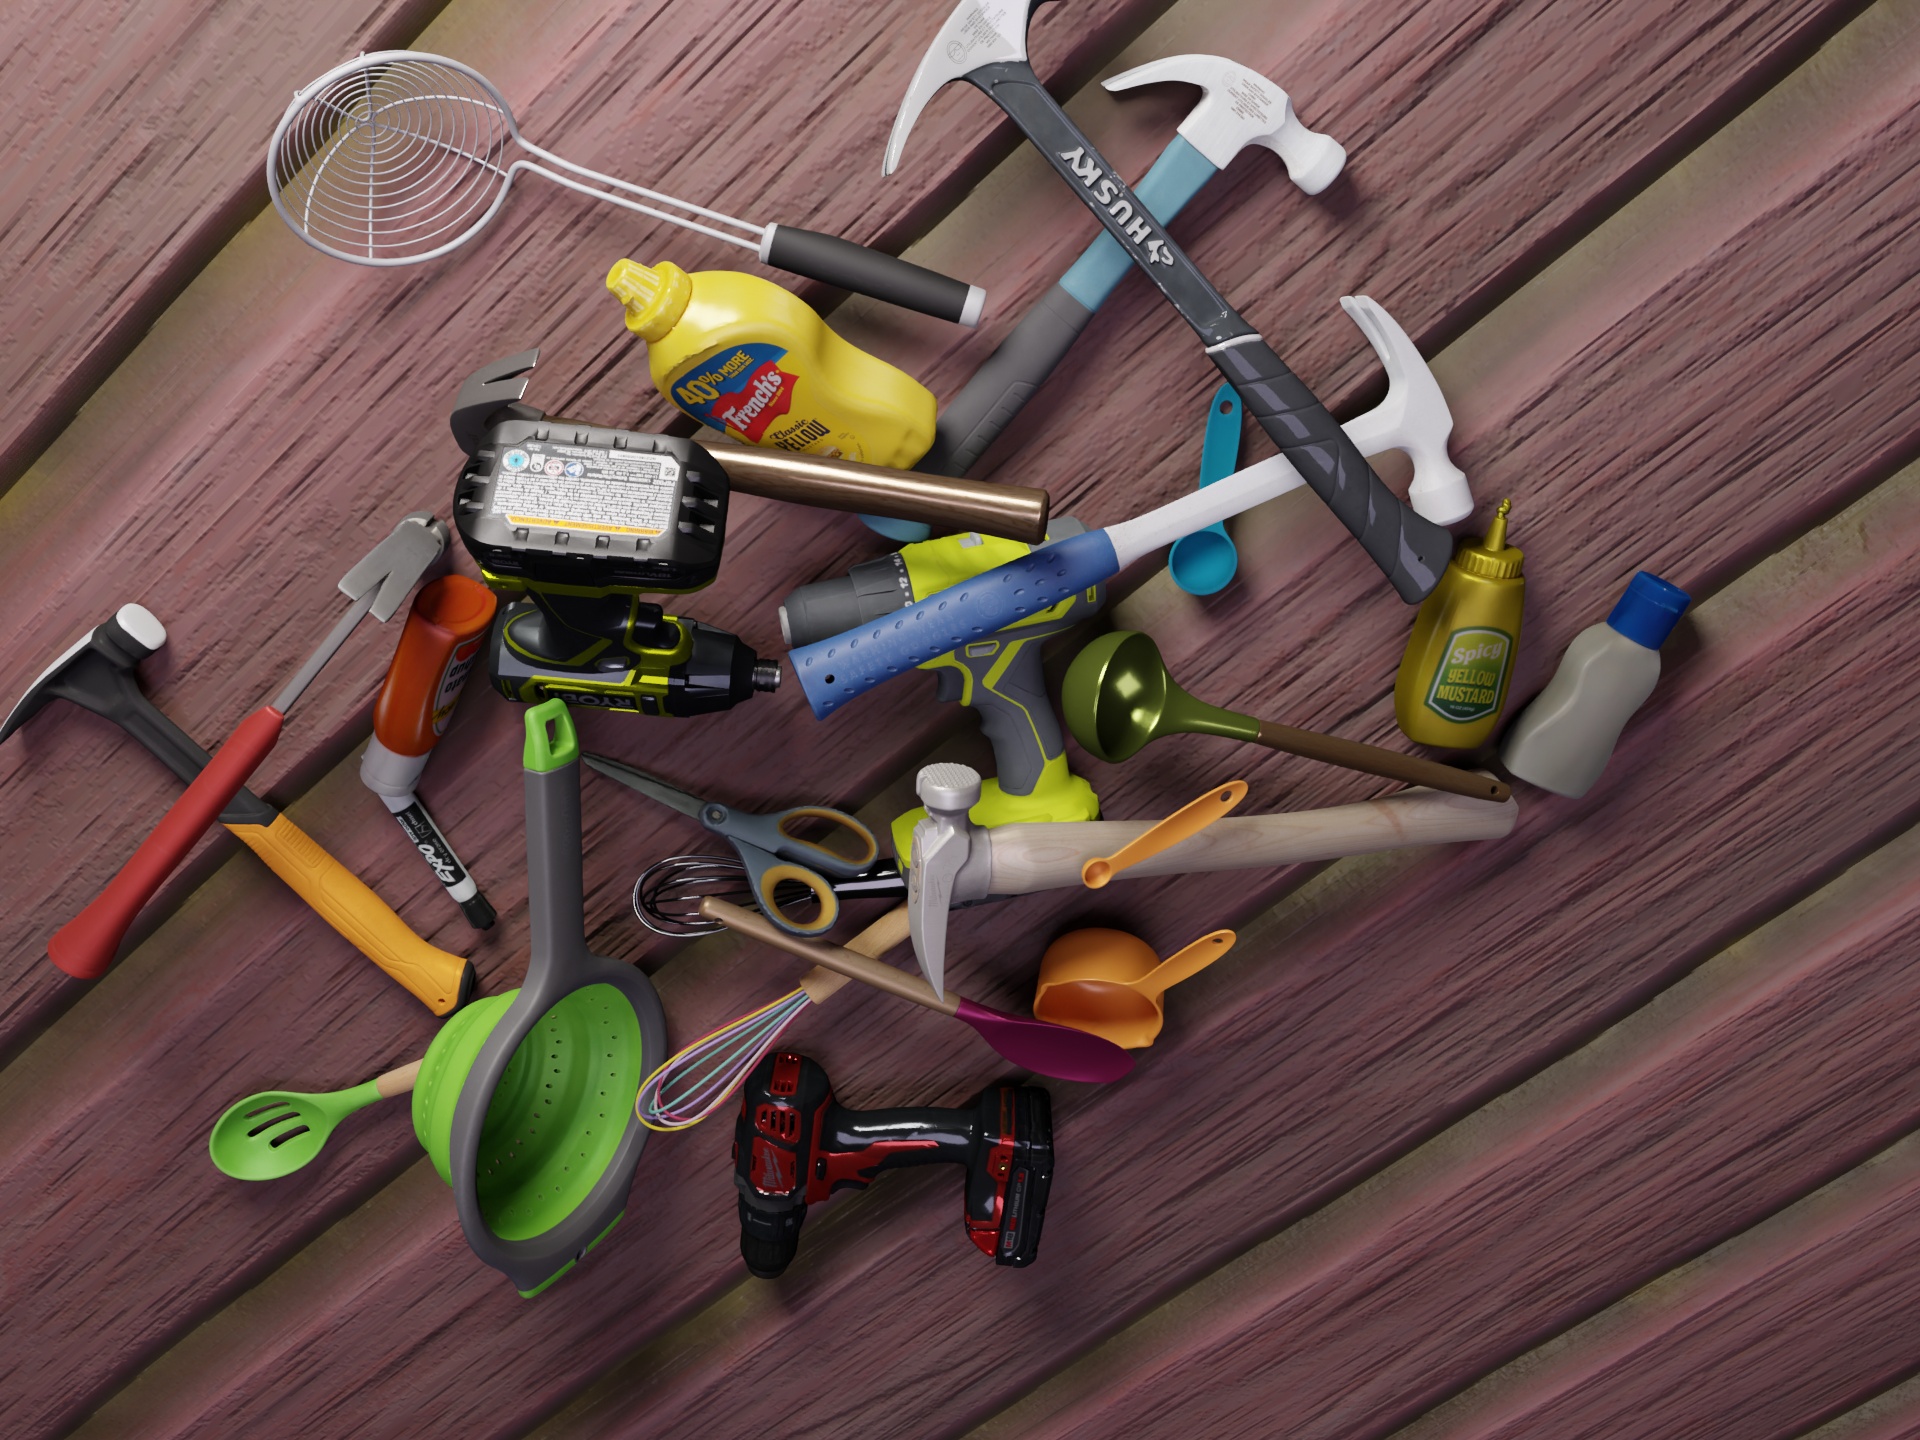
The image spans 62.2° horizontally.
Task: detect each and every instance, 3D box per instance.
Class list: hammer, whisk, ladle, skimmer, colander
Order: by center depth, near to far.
[{"bbox_3d":[-0.166,-0.253,0.837,0.363,0.090,0.127,16,140,-6],"label":"skimmer"},{"bbox_3d":[0.130,-0.212,0.850,0.149,0.036,0.408,-44,108,3],"label":"hammer"},{"bbox_3d":[-0.116,-0.138,0.865,0.331,0.031,0.130,10,160,5],"label":"hammer"},{"bbox_3d":[0.058,-0.228,0.902,0.128,0.033,0.331,35,110,-19],"label":"hammer"},{"bbox_3d":[0.093,-0.107,0.904,0.405,0.035,0.144,-24,106,-6],"label":"hammer"},{"bbox_3d":[-0.427,0.028,0.931,0.036,0.149,0.359,40,105,-18],"label":"hammer"},{"bbox_3d":[0.206,0.013,0.960,0.320,0.062,0.078,13,91,-18],"label":"ladle"},{"bbox_3d":[0.167,0.085,1.001,0.410,0.038,0.146,-4,113,-18],"label":"hammer"},{"bbox_3d":[-0.284,0.169,1.015,0.094,0.204,0.397,13,112,24],"label":"colander"},{"bbox_3d":[-0.452,0.082,1.035,0.127,0.034,0.336,-36,113,14],"label":"hammer"},{"bbox_3d":[-0.098,0.107,1.059,0.239,0.055,0.055,-5,117,-5],"label":"whisk"},{"bbox_3d":[-0.119,0.200,1.086,0.245,0.051,0.047,-37,88,0],"label":"whisk"}]

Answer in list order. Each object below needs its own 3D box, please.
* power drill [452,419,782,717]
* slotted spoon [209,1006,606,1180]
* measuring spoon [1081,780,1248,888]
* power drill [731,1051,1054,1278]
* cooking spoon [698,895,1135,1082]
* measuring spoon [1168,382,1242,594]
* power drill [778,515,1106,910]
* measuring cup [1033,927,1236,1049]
[{"bbox_3d":[-0.188,-0.069,0.894,0.171,0.080,0.223,5,156,-3],"label":"power drill"},{"bbox_3d":[-0.386,0.253,1.128,0.314,0.031,0.070,-21,116,6],"label":"slotted spoon"},{"bbox_3d":[0.122,0.066,0.952,0.117,0.011,0.021,-29,122,-9],"label":"measuring spoon"},{"bbox_3d":[-0.055,0.337,1.157,0.226,0.080,0.187,7,116,-3],"label":"power drill"},{"bbox_3d":[-0.026,0.180,1.058,0.318,0.017,0.068,24,137,-15],"label":"cooking spoon"},{"bbox_3d":[0.152,-0.140,0.962,0.042,0.021,0.128,5,107,-4],"label":"measuring spoon"},{"bbox_3d":[-0.002,-0.003,0.977,0.190,0.080,0.228,-12,116,-8],"label":"power drill"},{"bbox_3d":[0.121,0.160,1.059,0.095,0.052,0.173,32,132,-21],"label":"measuring cup"}]
